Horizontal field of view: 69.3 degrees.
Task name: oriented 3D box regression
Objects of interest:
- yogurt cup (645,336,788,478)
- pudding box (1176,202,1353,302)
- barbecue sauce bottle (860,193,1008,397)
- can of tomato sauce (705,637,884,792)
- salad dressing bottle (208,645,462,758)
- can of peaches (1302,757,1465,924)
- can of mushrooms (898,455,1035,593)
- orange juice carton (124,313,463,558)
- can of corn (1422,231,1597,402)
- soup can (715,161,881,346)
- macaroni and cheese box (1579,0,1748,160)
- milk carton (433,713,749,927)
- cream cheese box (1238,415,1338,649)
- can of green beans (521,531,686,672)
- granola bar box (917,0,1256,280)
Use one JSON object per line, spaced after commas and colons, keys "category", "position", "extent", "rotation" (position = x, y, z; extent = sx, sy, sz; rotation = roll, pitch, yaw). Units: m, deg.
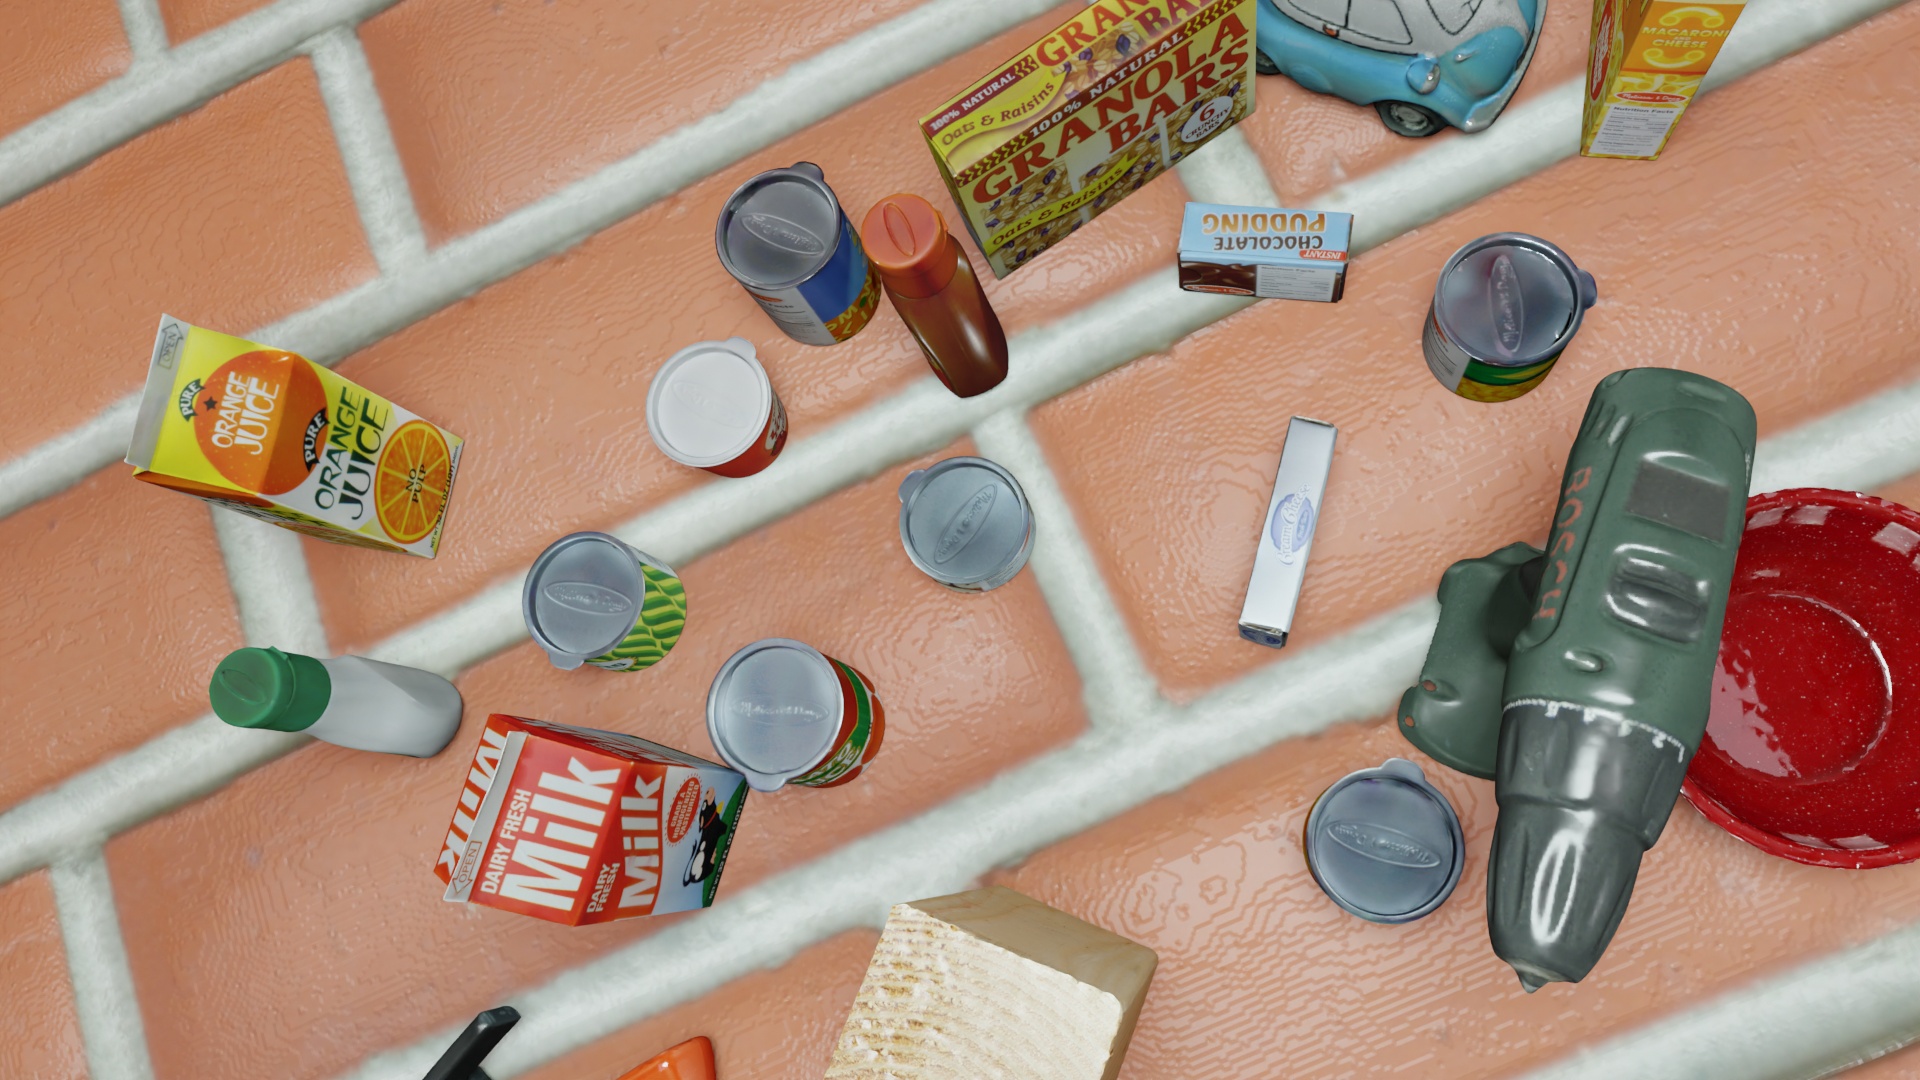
{"category": "yogurt cup", "position": [-0.125, -0.066, 0.737], "extent": [0.072, 0.054, 0.072], "rotation": [-2, 77, 11]}
{"category": "pudding box", "position": [0.153, -0.145, 0.702], "extent": [0.084, 0.049, 0.030], "rotation": [7, 79, 13]}
{"category": "barbecue sauce bottle", "position": [-0.012, -0.121, 0.678], "extent": [0.043, 0.148, 0.065], "rotation": [-25, 74, 5]}
{"category": "can of tomato sauce", "position": [-0.077, 0.088, 0.676], "extent": [0.071, 0.083, 0.071], "rotation": [-2, 77, 11]}
{"category": "salad dressing bottle", "position": [-0.306, 0.080, 0.690], "extent": [0.064, 0.147, 0.044], "rotation": [28, 84, 16]}
{"category": "can of peaches", "position": [0.189, 0.135, 0.625], "extent": [0.071, 0.058, 0.071], "rotation": [-2, 77, 11]}
{"category": "can of mushrooms", "position": [0.003, -0.009, 0.709], "extent": [0.071, 0.033, 0.071], "rotation": [-2, 77, 11]}
{"category": "orange juice carton", "position": [-0.341, -0.048, 0.704], "extent": [0.073, 0.192, 0.072], "rotation": [7, 79, 13]}
{"category": "can of corn", "position": [0.261, -0.106, 0.667], "extent": [0.071, 0.058, 0.071], "rotation": [-2, 77, 11]}
{"category": "soup can", "position": [-0.082, -0.149, 0.732], "extent": [0.071, 0.083, 0.071], "rotation": [-2, 77, 11]}
{"category": "macaroni and cheese box", "position": [0.327, -0.270, 0.635], "extent": [0.040, 0.166, 0.124], "rotation": [7, 79, 13]}
{"category": "milk carton", "position": [-0.168, 0.126, 0.629], "extent": [0.073, 0.190, 0.072], "rotation": [16, 81, 14]}
{"category": "cream cheese box", "position": [0.157, -0.002, 0.666], "extent": [0.024, 0.053, 0.104], "rotation": [14, 80, 14]}
{"category": "can of green beans", "position": [-0.184, 0.033, 0.724], "extent": [0.071, 0.057, 0.071], "rotation": [-2, 77, 11]}
{"category": "granola bar box", "position": [0.068, -0.213, 0.696], "extent": [0.165, 0.124, 0.039], "rotation": [-33, 73, 2]}
